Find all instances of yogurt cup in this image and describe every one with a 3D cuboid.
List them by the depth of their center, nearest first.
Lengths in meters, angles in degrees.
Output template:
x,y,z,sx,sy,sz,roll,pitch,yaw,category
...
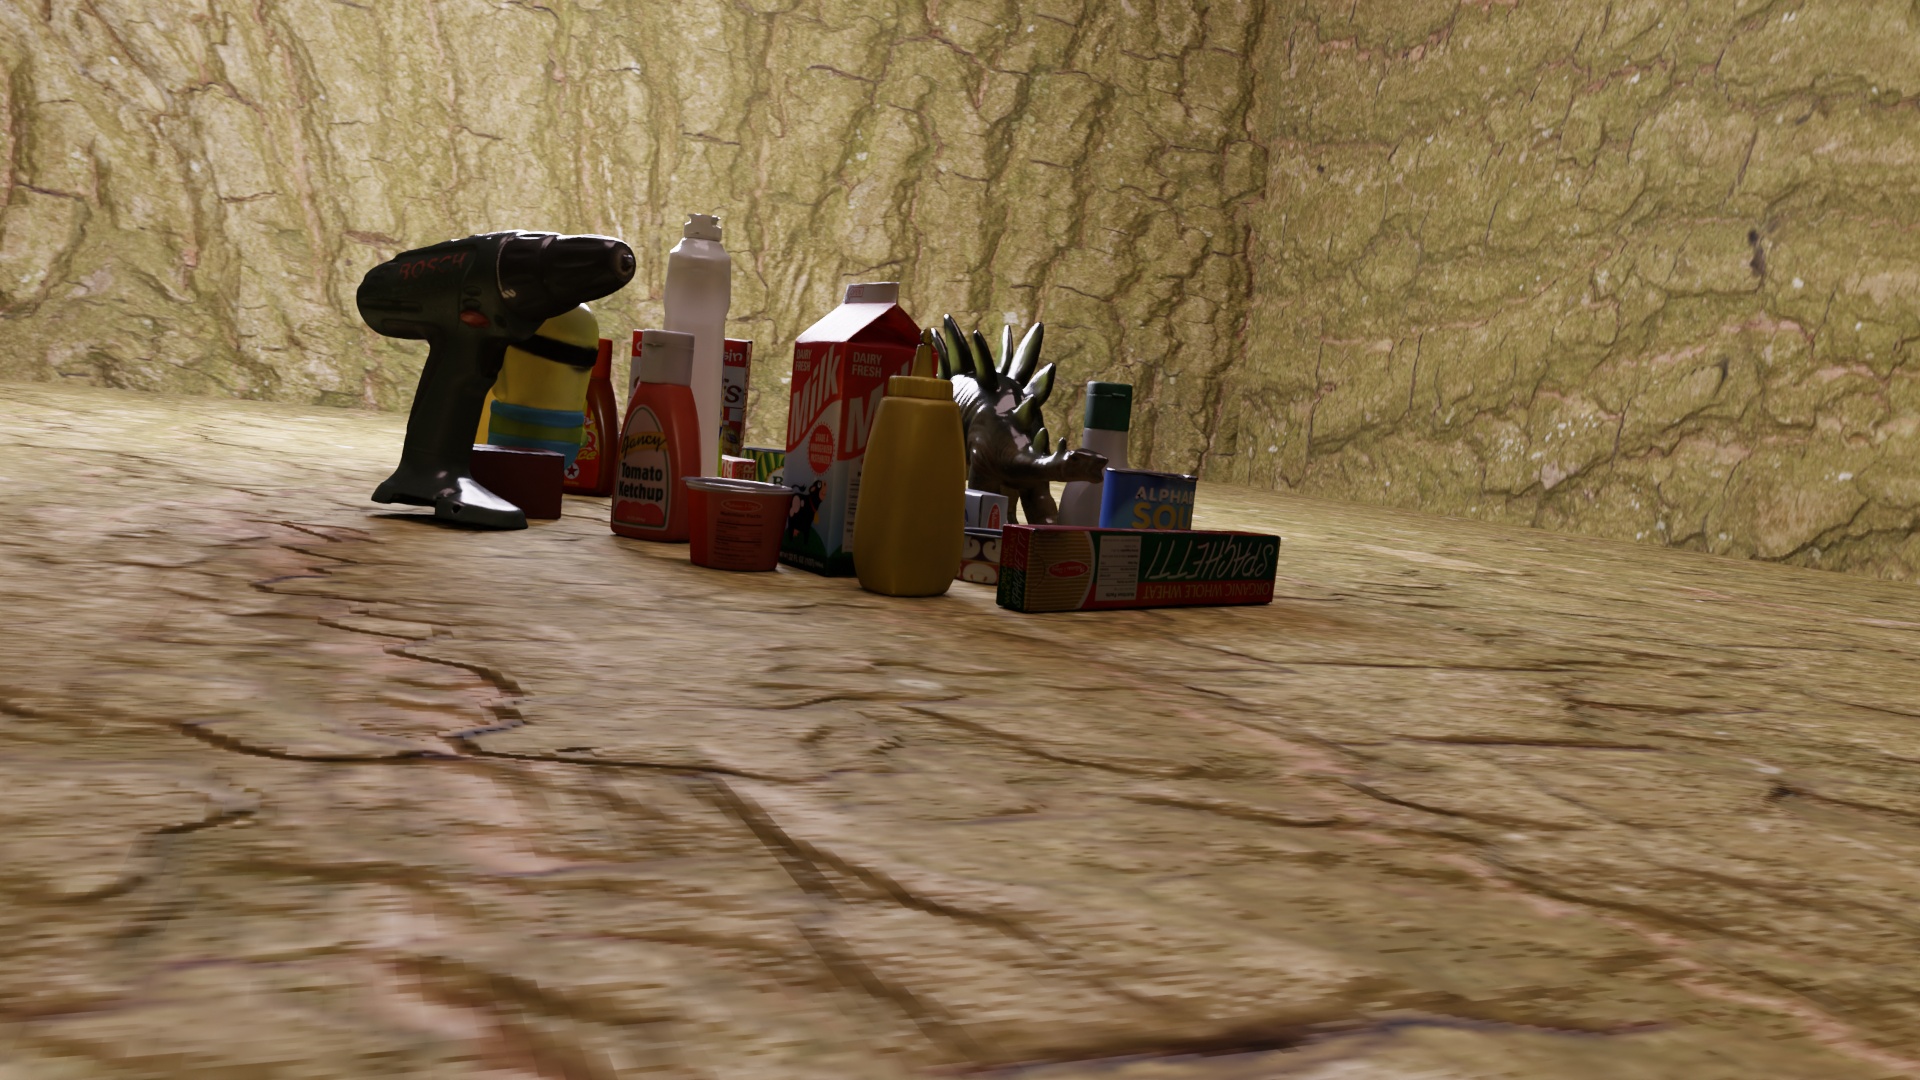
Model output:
x,y,z,sx,sy,sz,roll,pitch,yaw,category
-0.142,-0.010,0.884,0.072,0.054,0.072,6,5,0,yogurt cup

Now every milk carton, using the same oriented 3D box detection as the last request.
x,y,z,sx,sy,sz,roll,pitch,yaw,category
-0.067,-0.074,0.917,0.073,0.190,0.072,3,6,-35,milk carton

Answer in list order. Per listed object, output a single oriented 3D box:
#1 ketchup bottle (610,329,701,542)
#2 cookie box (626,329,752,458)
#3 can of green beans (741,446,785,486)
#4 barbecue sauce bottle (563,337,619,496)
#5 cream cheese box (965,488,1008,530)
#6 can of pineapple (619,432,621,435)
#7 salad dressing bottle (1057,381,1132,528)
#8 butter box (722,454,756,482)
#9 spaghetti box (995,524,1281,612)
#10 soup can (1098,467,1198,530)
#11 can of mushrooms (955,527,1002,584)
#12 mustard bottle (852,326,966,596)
x,y,z,sx,sy,sz,roll,pitch,yaw,category
-0.214,-0.075,0.995,0.065,0.148,0.043,8,5,26,ketchup bottle
-0.293,-0.137,1.487,0.123,0.167,0.040,5,4,-3,cookie box
-0.186,-0.061,1.376,0.071,0.057,0.071,6,5,0,can of green beans
-0.352,-0.118,1.313,0.065,0.148,0.044,7,5,16,barbecue sauce bottle
0.004,-0.014,1.085,0.024,0.053,0.104,4,5,-23,cream cheese box
-0.383,-0.084,1.416,0.071,0.057,0.071,6,5,0,can of pineapple
0.114,-0.053,1.116,0.064,0.147,0.044,4,5,-19,salad dressing bottle
-0.222,-0.052,1.264,0.024,0.053,0.103,2,6,-38,butter box
0.122,0.017,0.891,0.250,0.050,0.028,1,7,-43,spaghetti box
0.133,-0.007,0.991,0.071,0.083,0.071,6,5,0,soup can
0.022,0.010,0.950,0.071,0.033,0.071,6,5,0,can of mushrooms
-0.027,-0.048,0.835,0.065,0.160,0.049,1,6,-44,mustard bottle
